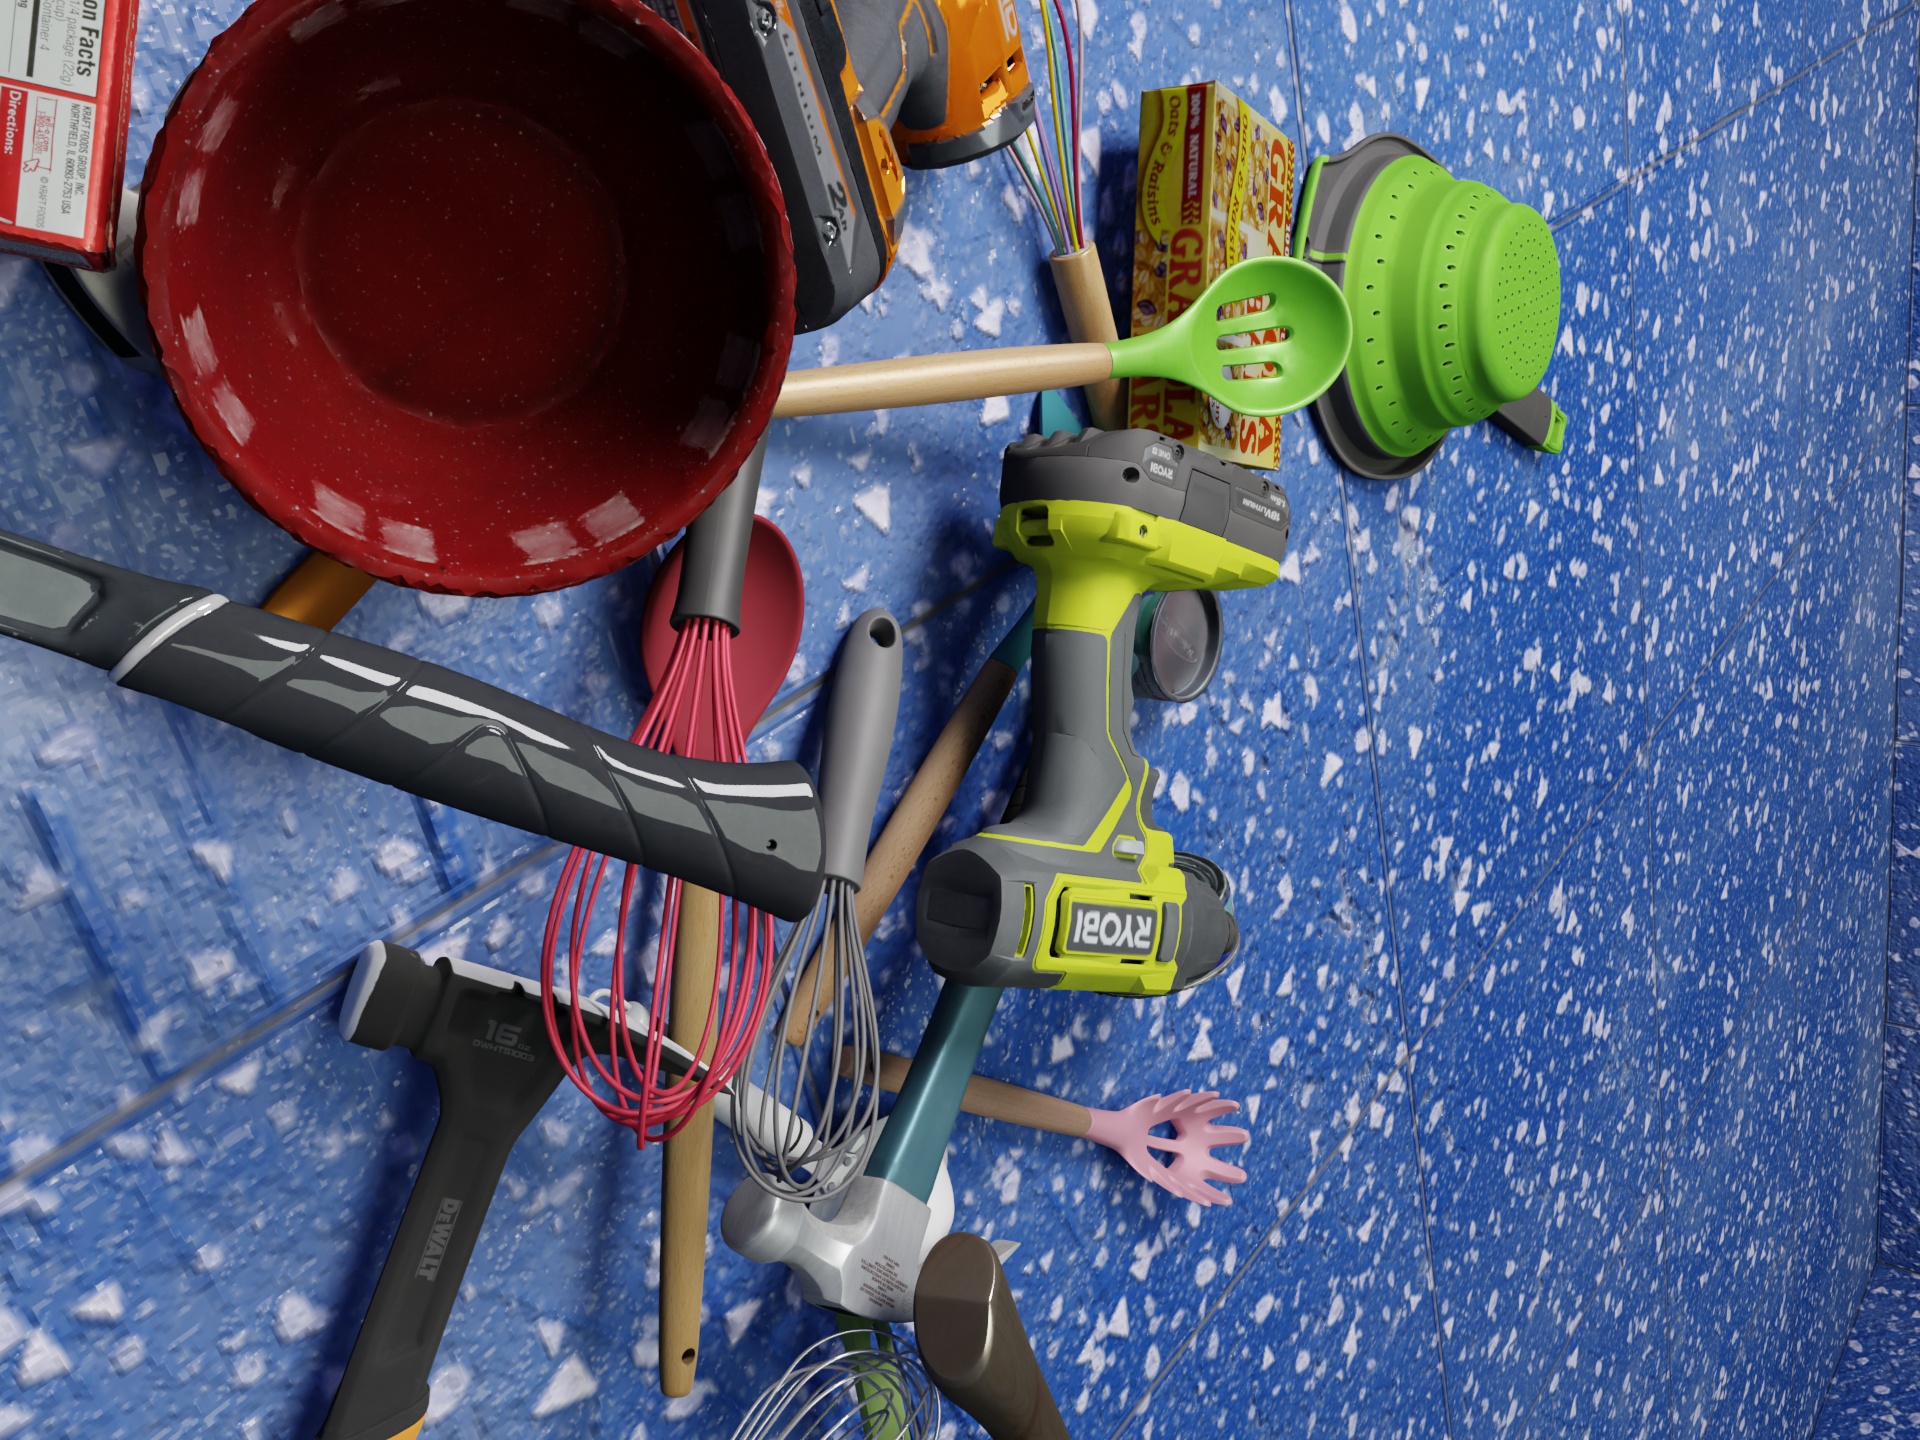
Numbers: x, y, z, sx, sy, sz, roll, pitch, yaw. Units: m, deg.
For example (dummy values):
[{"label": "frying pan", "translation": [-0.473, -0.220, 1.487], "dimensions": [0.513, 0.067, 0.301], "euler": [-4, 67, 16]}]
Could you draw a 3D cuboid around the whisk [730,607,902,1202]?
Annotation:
[{"label": "whisk", "translation": [-0.045, 0.061, 0.603], "dimensions": [0.055, 0.055, 0.239], "euler": [39, 50, -46]}]

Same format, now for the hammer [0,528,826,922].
[{"label": "hammer", "translation": [-0.204, -0.021, 0.363], "dimensions": [0.408, 0.036, 0.149], "euler": [23, 82, -31]}]

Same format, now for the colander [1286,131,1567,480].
[{"label": "colander", "translation": [0.341, -0.233, 0.999], "dimensions": [0.396, 0.094, 0.204], "euler": [12, 88, -50]}]

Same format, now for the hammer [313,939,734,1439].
[{"label": "hammer", "translation": [-0.185, 0.245, 0.496], "dimensions": [0.127, 0.034, 0.337], "euler": [23, 81, -25]}]

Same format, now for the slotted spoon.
[{"label": "slotted spoon", "translation": [0.037, -0.147, 0.651], "dimensions": [0.313, 0.031, 0.070], "euler": [-14, 104, -30]}]

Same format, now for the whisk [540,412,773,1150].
[{"label": "whisk", "translation": [-0.086, -0.012, 0.520], "dimensions": [0.073, 0.073, 0.296], "euler": [27, 62, -48]}]

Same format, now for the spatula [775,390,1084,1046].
[{"label": "spatula", "translation": [-0.001, -0.002, 0.698], "dimensions": [0.082, 0.044, 0.317], "euler": [47, 67, -43]}]

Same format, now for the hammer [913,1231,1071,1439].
[{"label": "hammer", "translation": [0.045, 0.339, 0.713], "dimensions": [0.146, 0.038, 0.410], "euler": [-73, 156, -44]}]

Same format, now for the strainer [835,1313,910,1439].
[{"label": "strainer", "translation": [-0.042, 0.364, 0.686], "dimensions": [0.151, 0.069, 0.256], "euler": [-21, 103, -59]}]

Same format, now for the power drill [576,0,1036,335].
[{"label": "power drill", "translation": [-0.045, -0.239, 0.522], "dimensions": [0.227, 0.084, 0.164], "euler": [-62, 144, -46]}]

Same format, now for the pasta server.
[{"label": "pasta server", "translation": [0.050, 0.193, 0.781], "dimensions": [0.316, 0.040, 0.060], "euler": [29, 63, -47]}]

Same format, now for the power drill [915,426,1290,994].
[{"label": "power drill", "translation": [0.070, 0.003, 0.672], "dimensions": [0.171, 0.080, 0.223], "euler": [11, 85, -44]}]

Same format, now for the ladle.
[{"label": "ladle", "translation": [-0.094, 0.082, 0.574], "dimensions": [0.069, 0.031, 0.315], "euler": [5, 86, -42]}]

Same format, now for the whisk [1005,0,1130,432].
[{"label": "whisk", "translation": [0.044, -0.225, 0.695], "dimensions": [0.051, 0.047, 0.244], "euler": [-47, 133, -35]}]

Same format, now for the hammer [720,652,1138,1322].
[{"label": "hammer", "translation": [0.013, 0.094, 0.685], "dimensions": [0.128, 0.033, 0.331], "euler": [45, 54, -33]}]

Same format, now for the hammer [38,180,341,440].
[{"label": "hammer", "translation": [-0.144, -0.230, 0.481], "dimensions": [0.331, 0.031, 0.129], "euler": [-58, 135, -26]}]

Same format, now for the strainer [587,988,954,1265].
[{"label": "strainer", "translation": [-0.065, 0.174, 0.643], "dimensions": [0.087, 0.050, 0.258], "euler": [-56, 131, -16]}]

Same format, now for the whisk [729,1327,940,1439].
[{"label": "whisk", "translation": [-0.115, 0.334, 0.573], "dimensions": [0.284, 0.070, 0.070], "euler": [-40, 127, -19]}]

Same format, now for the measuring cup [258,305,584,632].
[{"label": "measuring cup", "translation": [-0.148, -0.074, 0.486], "dimensions": [0.174, 0.052, 0.095], "euler": [-56, 134, -29]}]
